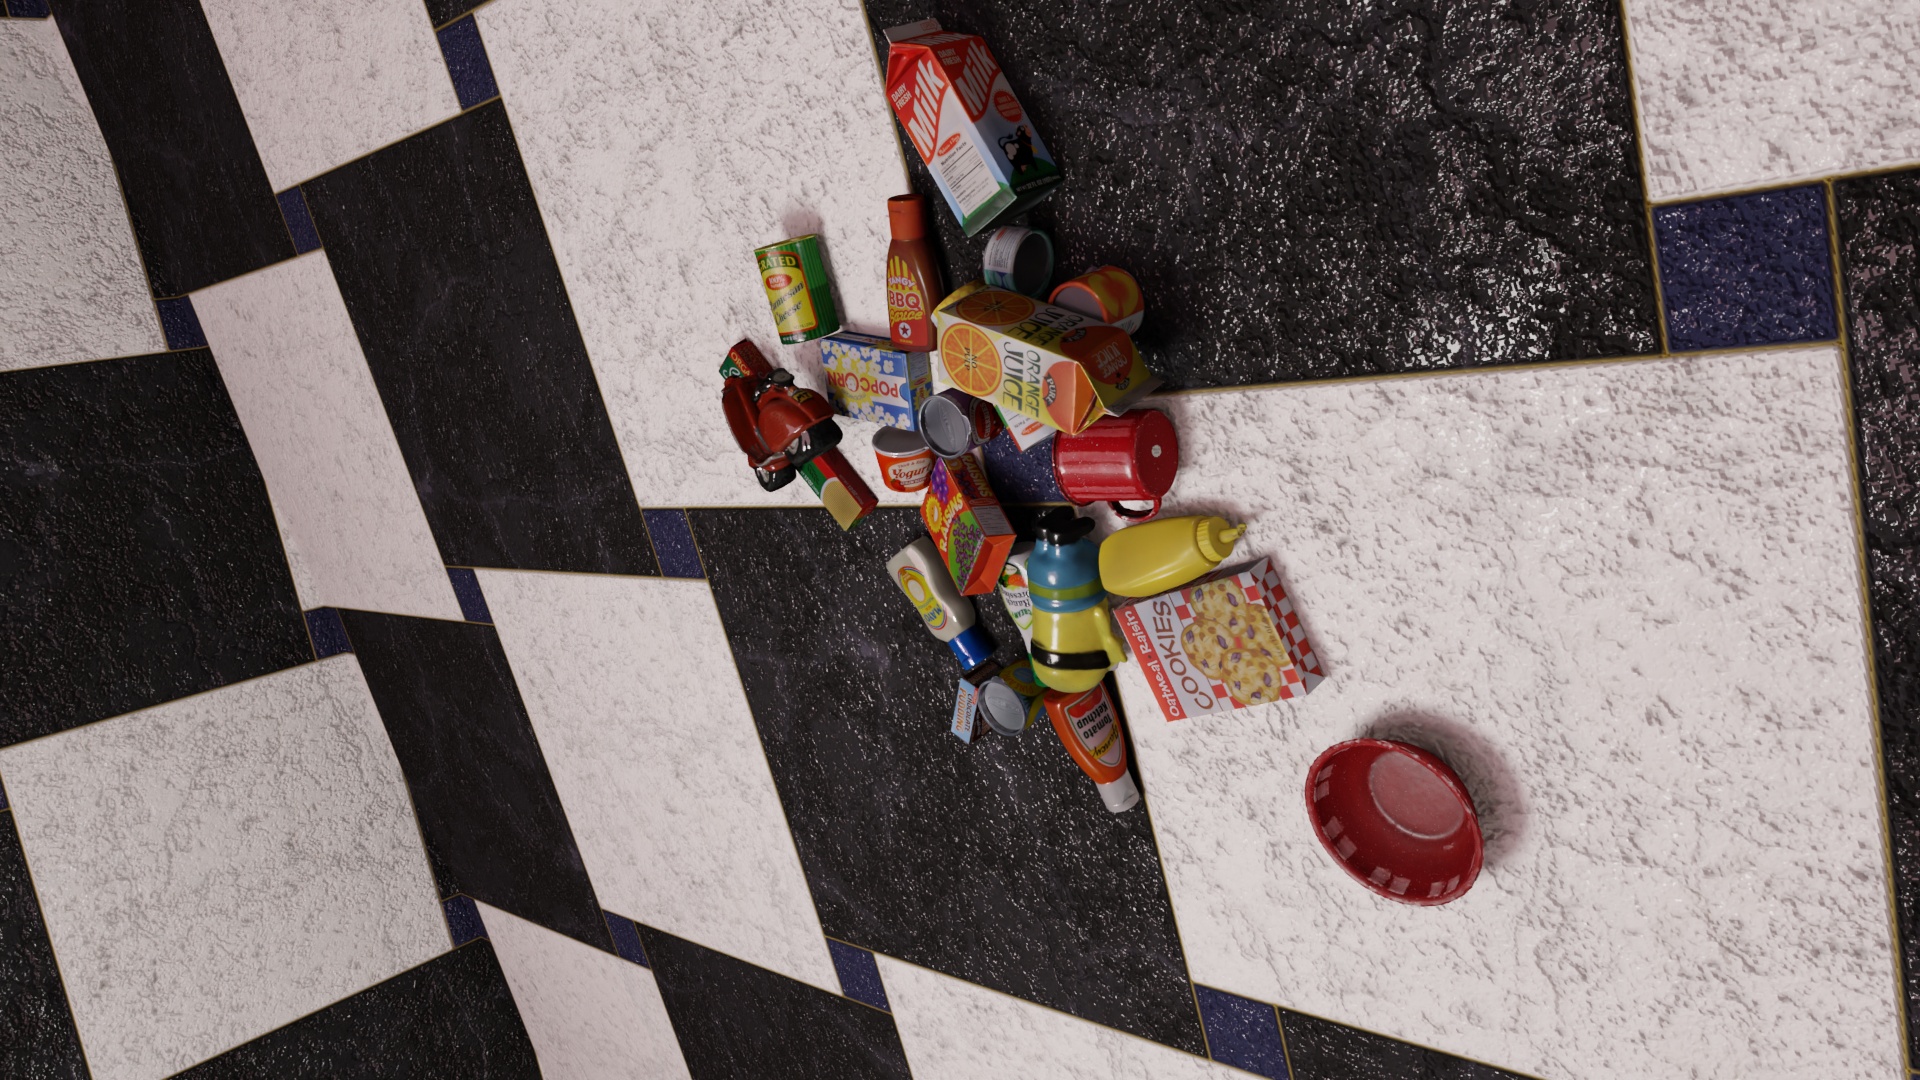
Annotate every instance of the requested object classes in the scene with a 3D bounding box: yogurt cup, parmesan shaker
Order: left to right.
[{"bbox_3d":[-0.169,-0.263,1.457,0.071,0.071,0.102,1,112,44],"label":"parmesan shaker"},{"bbox_3d":[-0.056,-0.086,1.447,0.072,0.073,0.053,23,134,35],"label":"yogurt cup"}]

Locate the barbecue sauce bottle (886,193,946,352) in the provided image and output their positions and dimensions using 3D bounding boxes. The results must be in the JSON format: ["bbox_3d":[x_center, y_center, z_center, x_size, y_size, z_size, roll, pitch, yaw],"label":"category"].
[{"bbox_3d":[-0.046,-0.261,1.354,0.065,0.044,0.148,16,122,39],"label":"barbecue sauce bottle"}]

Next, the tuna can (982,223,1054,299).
[{"bbox_3d":[0.054,-0.249,1.249,0.033,0.071,0.070,18,123,36],"label":"tuna can"}]

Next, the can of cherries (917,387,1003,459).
[{"bbox_3d":[0.003,-0.120,1.374,0.071,0.059,0.071,22,125,35],"label":"can of cherries"}]

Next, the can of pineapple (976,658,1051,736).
[{"bbox_3d":[0.061,0.164,1.473,0.071,0.058,0.070,22,126,34],"label":"can of pineapple"}]

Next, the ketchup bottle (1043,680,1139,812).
[{"bbox_3d":[0.139,0.208,1.422,0.043,0.065,0.148,9,128,59],"label":"ketchup bottle"}]

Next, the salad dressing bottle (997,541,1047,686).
[{"bbox_3d":[0.077,0.076,1.420,0.064,0.044,0.147,0,111,46],"label":"salad dressing bottle"}]

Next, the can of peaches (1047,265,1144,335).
[{"bbox_3d":[0.116,-0.203,1.216,0.071,0.058,0.071,23,127,34],"label":"can of peaches"}]

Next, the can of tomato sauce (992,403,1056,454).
[{"bbox_3d":[0.065,-0.133,1.302,0.071,0.071,0.083,-30,89,48],"label":"can of tomato sauce"}]

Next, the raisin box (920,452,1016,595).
[{"bbox_3d":[0.005,-0.018,1.407,0.124,0.040,0.085,63,147,38],"label":"raisin box"}]

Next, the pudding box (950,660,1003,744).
[{"bbox_3d":[0.021,0.178,1.527,0.030,0.050,0.083,33,131,29],"label":"pudding box"}]

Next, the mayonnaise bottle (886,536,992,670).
[{"bbox_3d":[-0.020,0.071,1.513,0.148,0.041,0.064,56,136,6],"label":"mayonnaise bottle"}]

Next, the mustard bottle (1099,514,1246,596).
[{"bbox_3d":[0.197,0.009,1.255,0.160,0.049,0.065,-18,66,45],"label":"mustard bottle"}]

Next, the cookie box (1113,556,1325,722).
[{"bbox_3d":[0.235,0.094,1.279,0.167,0.040,0.123,-21,96,47],"label":"cookie box"}]

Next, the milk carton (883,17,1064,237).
[{"bbox_3d":[0.002,-0.373,1.224,0.073,0.073,0.190,-30,91,48],"label":"milk carton"}]

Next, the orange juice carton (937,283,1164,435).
[{"bbox_3d":[0.075,-0.151,1.186,0.193,0.072,0.072,25,133,32],"label":"orange juice carton"}]

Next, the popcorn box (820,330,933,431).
[{"bbox_3d":[-0.087,-0.168,1.450,0.127,0.038,0.085,15,121,39],"label":"popcorn box"}]

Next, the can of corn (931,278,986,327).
[{"bbox_3d":[0.016,-0.207,1.309,0.058,0.071,0.071,55,138,6],"label":"can of corn"}]

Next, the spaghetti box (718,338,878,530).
[{"bbox_3d":[-0.187,-0.121,1.581,0.250,0.029,0.050,51,136,10],"label":"spaghetti box"}]
